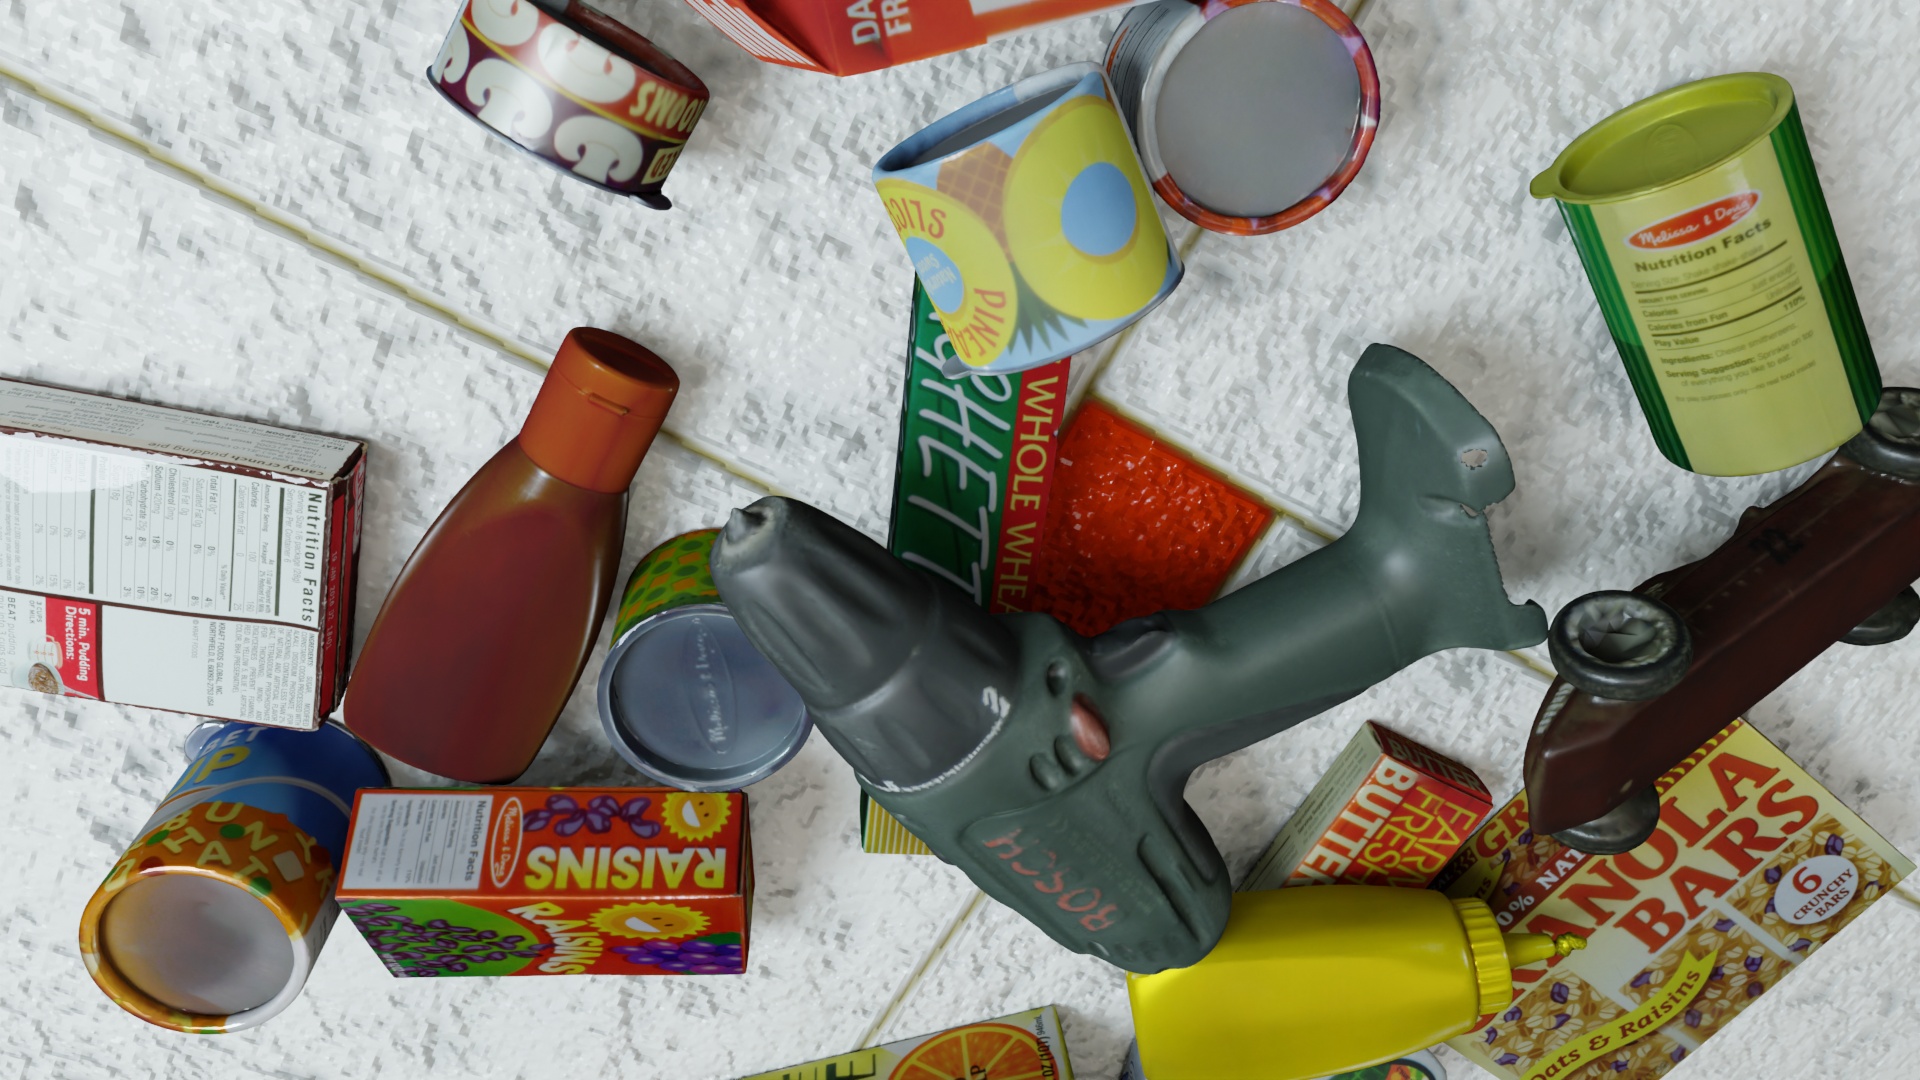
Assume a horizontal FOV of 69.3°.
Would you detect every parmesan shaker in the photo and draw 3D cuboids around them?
[{"bbox_3d":[0.227,-0.078,0.423,0.071,0.071,0.103,-31,114,8],"label":"parmesan shaker"}]

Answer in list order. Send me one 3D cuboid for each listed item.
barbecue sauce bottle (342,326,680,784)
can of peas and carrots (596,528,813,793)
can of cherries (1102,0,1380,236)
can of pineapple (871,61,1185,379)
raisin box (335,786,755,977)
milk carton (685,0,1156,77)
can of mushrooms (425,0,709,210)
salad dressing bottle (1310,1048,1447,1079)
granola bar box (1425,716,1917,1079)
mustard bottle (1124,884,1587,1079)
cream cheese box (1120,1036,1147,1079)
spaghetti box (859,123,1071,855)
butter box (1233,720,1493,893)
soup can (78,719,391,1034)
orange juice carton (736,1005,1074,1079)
[{"bbox_3d":[-0.136,0.005,0.434,0.065,0.044,0.148,25,109,-19],"label":"barbecue sauce bottle"},{"bbox_3d":[-0.077,0.036,0.446,0.071,0.059,0.070,-3,115,-5],"label":"can of peas and carrots"},{"bbox_3d":[0.079,-0.123,0.389,0.071,0.058,0.071,-2,114,-4],"label":"can of cherries"},{"bbox_3d":[0.016,-0.083,0.363,0.071,0.071,0.057,-25,114,6],"label":"can of pineapple"},{"bbox_3d":[-0.133,0.116,0.468,0.123,0.040,0.085,2,145,-6],"label":"raisin box"},{"bbox_3d":[0.003,-0.160,0.332,0.191,0.072,0.073,-19,116,-14],"label":"milk carton"},{"bbox_3d":[-0.100,-0.120,0.368,0.071,0.071,0.033,28,108,-17],"label":"can of mushrooms"},{"bbox_3d":[0.120,0.241,0.530,0.148,0.044,0.064,-45,112,-7],"label":"salad dressing bottle"},{"bbox_3d":[0.258,0.141,0.538,0.124,0.039,0.165,35,107,-19],"label":"granola bar box"},{"bbox_3d":[0.140,0.155,0.495,0.160,0.049,0.065,-9,106,4],"label":"mustard bottle"},{"bbox_3d":[0.116,0.236,0.574,0.104,0.024,0.053,9,112,-10],"label":"cream cheese box"},{"bbox_3d":[0.002,-0.006,0.451,0.050,0.029,0.248,3,114,-8],"label":"spaghetti box"},{"bbox_3d":[0.148,0.122,0.526,0.053,0.024,0.103,26,109,-16],"label":"butter box"},{"bbox_3d":[-0.232,0.103,0.446,0.071,0.084,0.071,-2,114,-4],"label":"soup can"},{"bbox_3d":[-0.045,0.252,0.539,0.193,0.072,0.072,-13,114,0],"label":"orange juice carton"}]
